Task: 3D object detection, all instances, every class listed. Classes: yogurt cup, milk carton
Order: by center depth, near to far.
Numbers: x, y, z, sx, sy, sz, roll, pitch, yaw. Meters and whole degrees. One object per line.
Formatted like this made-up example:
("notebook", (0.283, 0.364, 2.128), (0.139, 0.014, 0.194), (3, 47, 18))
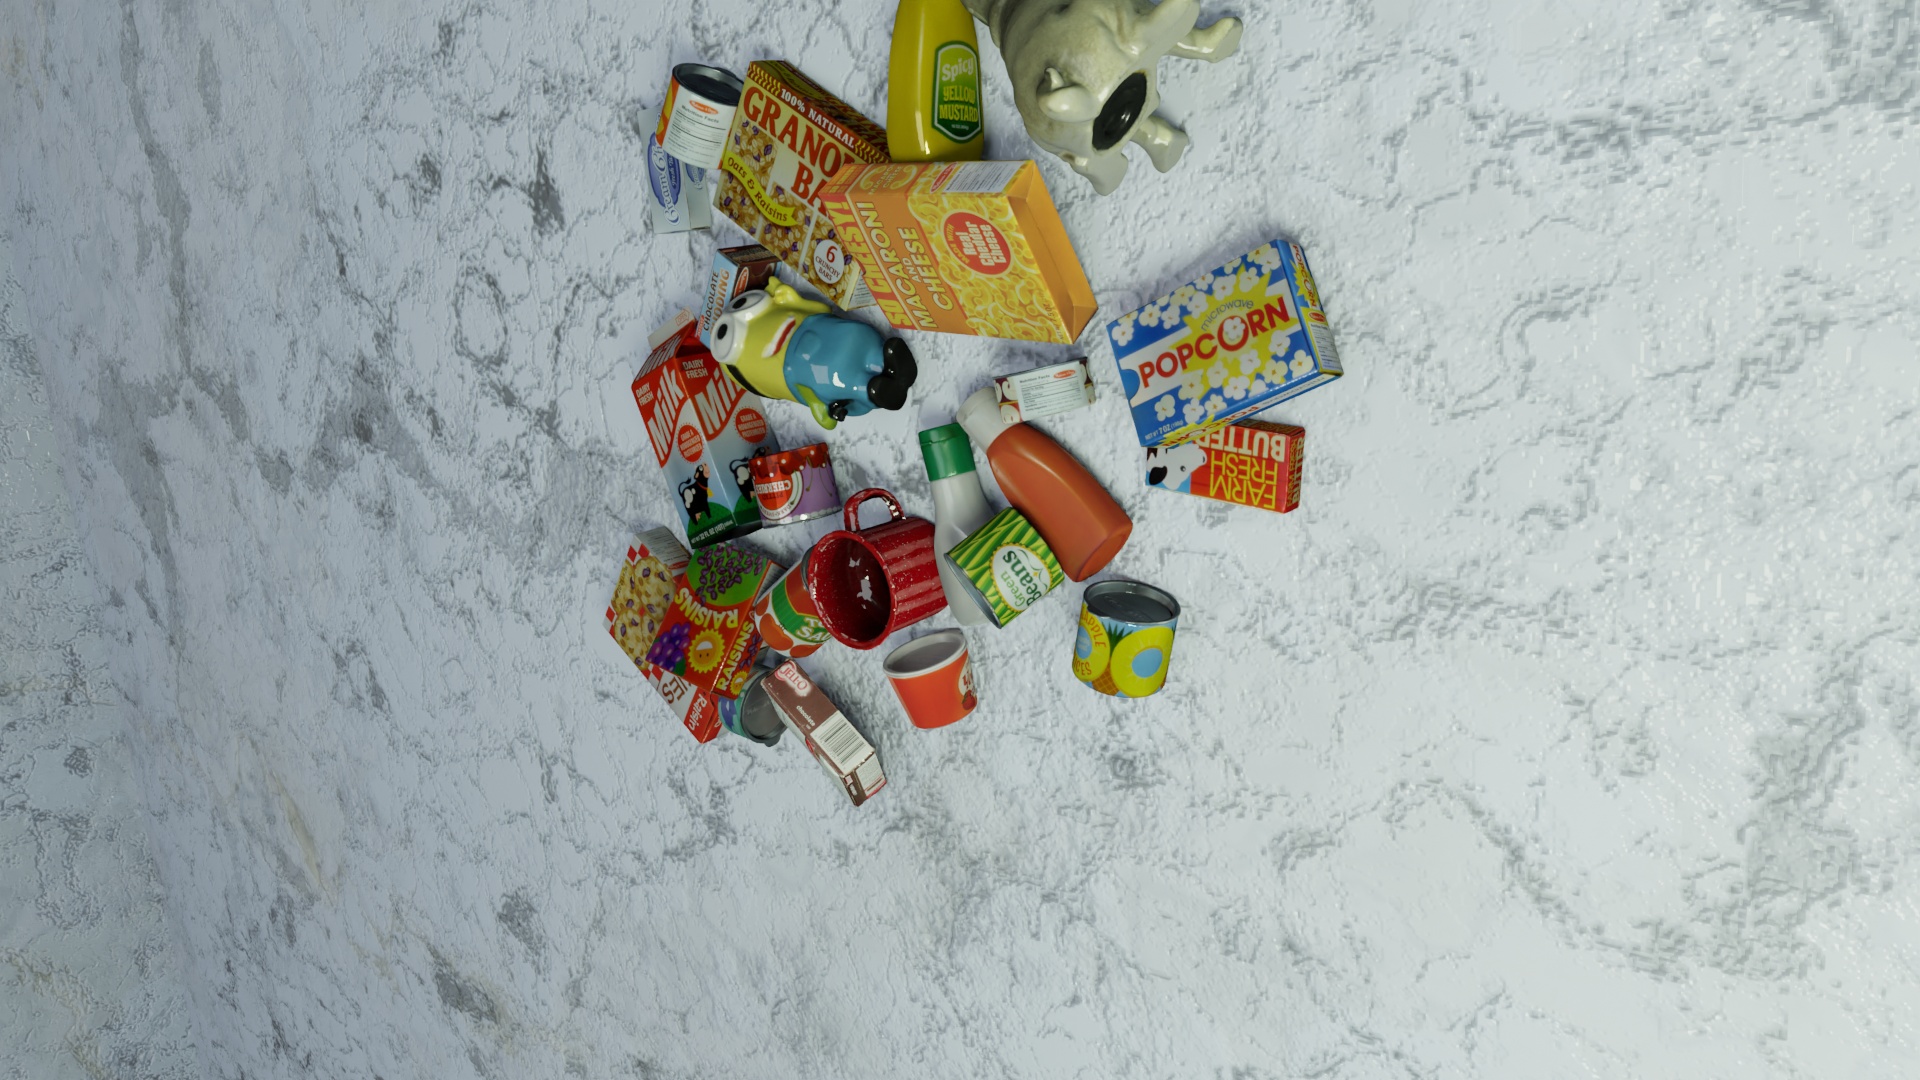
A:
("yogurt cup", (-0.020, 0.109, 1.070), (0.072, 0.073, 0.053), (-2, 114, 42))
("milk carton", (-0.214, -0.097, 1.172), (0.072, 0.074, 0.190), (-24, 86, 43))

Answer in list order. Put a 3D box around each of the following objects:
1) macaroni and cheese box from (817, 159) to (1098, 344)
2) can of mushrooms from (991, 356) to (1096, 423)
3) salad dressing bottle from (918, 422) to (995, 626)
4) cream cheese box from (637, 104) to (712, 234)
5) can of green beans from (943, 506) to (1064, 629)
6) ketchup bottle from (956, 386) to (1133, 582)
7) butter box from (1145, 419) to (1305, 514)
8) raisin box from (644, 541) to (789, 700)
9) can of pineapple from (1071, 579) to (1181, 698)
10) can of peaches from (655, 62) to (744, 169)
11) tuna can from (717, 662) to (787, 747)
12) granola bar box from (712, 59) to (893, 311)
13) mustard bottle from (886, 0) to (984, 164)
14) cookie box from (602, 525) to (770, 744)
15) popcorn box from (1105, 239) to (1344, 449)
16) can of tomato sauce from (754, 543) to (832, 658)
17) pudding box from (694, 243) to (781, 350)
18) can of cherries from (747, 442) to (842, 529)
("macaroni and cheese box", (-0.003, -0.195, 0.938), (0.166, 0.040, 0.123), (11, 145, 39))
("can of mushrooms", (0.057, -0.102, 0.939), (0.071, 0.071, 0.033), (-7, 99, 42))
("salad dressing bottle", (0.004, -0.013, 1.027), (0.064, 0.044, 0.147), (-11, 94, 47))
("cream cheese box", (-0.240, -0.311, 1.164), (0.053, 0.024, 0.103), (4, 105, 42))
("can of green beans", (0.031, 0.019, 0.965), (0.071, 0.058, 0.071), (52, 174, 8))
("ketchup bottle", (0.054, -0.044, 0.971), (0.149, 0.044, 0.064), (51, 140, 18))
("butter box", (0.167, -0.052, 0.883), (0.103, 0.024, 0.053), (14, 113, 38))
("raisin box", (-0.208, 0.065, 1.198), (0.086, 0.040, 0.123), (19, 81, 32))
("can of pineapple", (0.110, 0.066, 0.939), (0.071, 0.071, 0.057), (24, 118, 34))
("can of peaches", (-0.201, -0.335, 1.097), (0.071, 0.071, 0.057), (43, 128, 23))
("tuna can", (-0.177, 0.144, 1.218), (0.033, 0.071, 0.071), (13, 111, 39))
("granola bar box", (-0.110, -0.270, 1.052), (0.166, 0.039, 0.123), (41, 127, 26))
("mustard bottle", (-0.017, -0.327, 0.938), (0.049, 0.065, 0.159), (10, 107, 44))
("cookie box", (-0.258, 0.088, 1.290), (0.168, 0.040, 0.122), (45, 128, 22))
("popcorn box", (0.159, -0.116, 0.843), (0.126, 0.038, 0.085), (-23, 75, 37))
("can of tomato sauce", (-0.121, 0.052, 1.139), (0.082, 0.071, 0.071), (-41, 75, 42))
("pudding box", (-0.180, -0.197, 1.129), (0.030, 0.050, 0.083), (39, 126, 24))
("can of cherries", (-0.135, -0.044, 1.120), (0.071, 0.072, 0.058), (-7, 98, 42))
